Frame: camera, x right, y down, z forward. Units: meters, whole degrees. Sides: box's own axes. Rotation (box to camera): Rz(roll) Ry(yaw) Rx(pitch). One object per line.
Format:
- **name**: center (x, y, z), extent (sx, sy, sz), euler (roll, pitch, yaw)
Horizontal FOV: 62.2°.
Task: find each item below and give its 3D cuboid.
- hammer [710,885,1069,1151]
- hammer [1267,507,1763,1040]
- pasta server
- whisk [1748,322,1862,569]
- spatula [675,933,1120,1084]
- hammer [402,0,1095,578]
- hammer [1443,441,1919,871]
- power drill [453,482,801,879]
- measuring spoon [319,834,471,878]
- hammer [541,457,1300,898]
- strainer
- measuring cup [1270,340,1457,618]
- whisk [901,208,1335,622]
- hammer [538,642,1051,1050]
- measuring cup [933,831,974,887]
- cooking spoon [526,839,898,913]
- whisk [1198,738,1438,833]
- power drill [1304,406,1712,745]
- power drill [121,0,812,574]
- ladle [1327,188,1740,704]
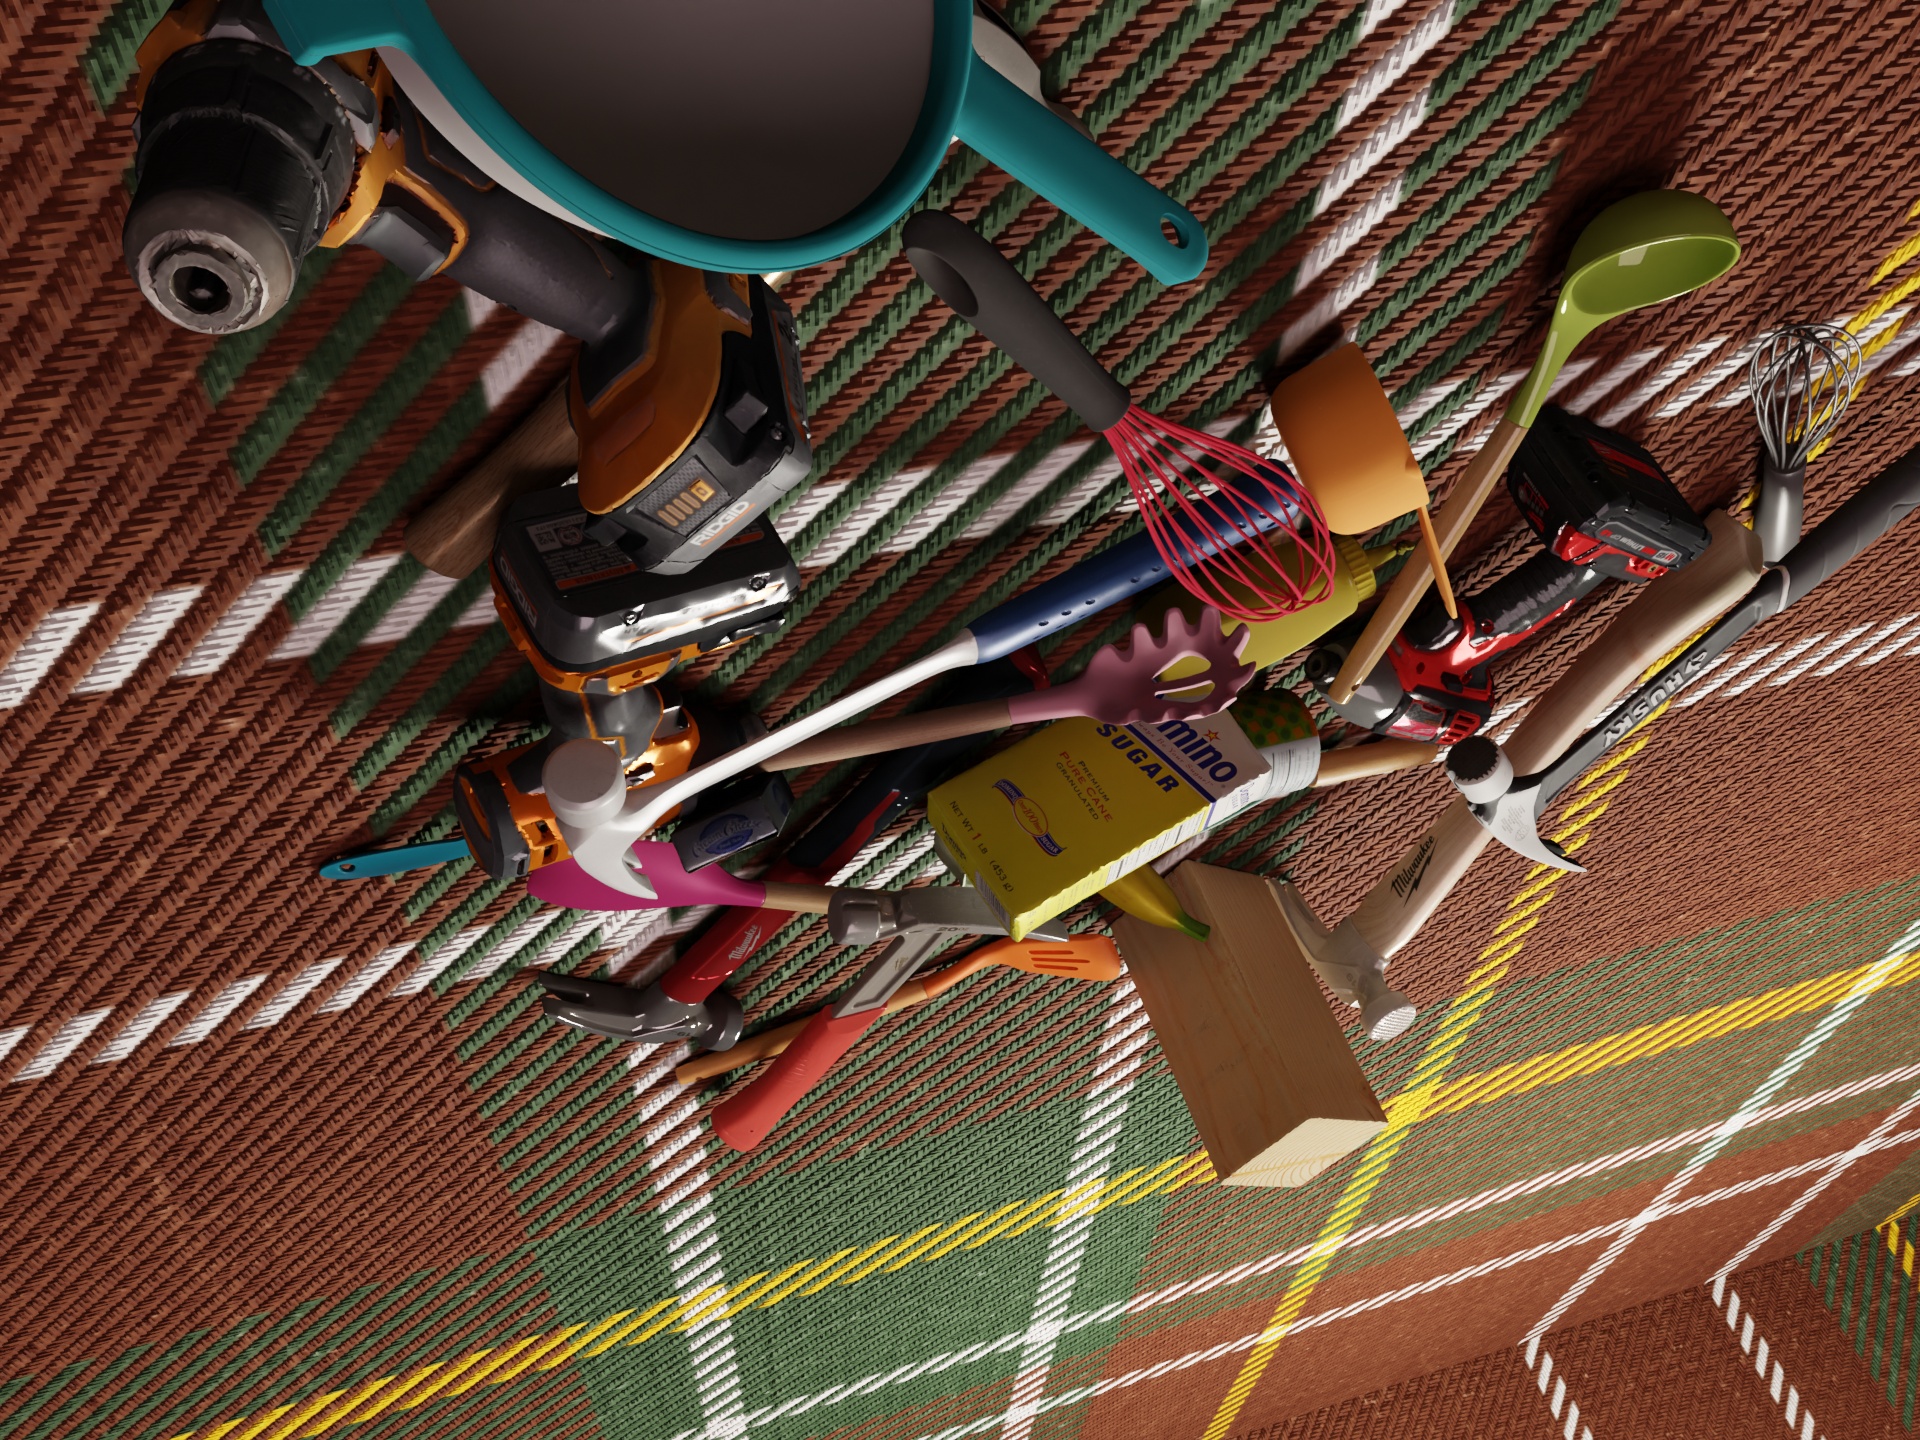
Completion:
- **hammer**: center (-0.075, 0.204, 1.049), extent (0.149, 0.037, 0.359), euler (6, 144, -27)
- **hammer**: center (0.370, 0.025, 1.074), extent (0.038, 0.146, 0.410), euler (15, 120, -40)
- **pasta server**: center (-0.001, -0.003, 0.848), extent (0.316, 0.060, 0.040), euler (-11, 160, 9)
- **whisk**: center (0.494, -0.156, 0.945), extent (0.055, 0.055, 0.238), euler (-27, 147, 7)
- **spatula**: center (-0.046, 0.205, 1.125), extent (0.322, 0.041, 0.081), euler (-20, 148, -1)
- **hammer**: center (-0.109, -0.166, 0.645), extent (0.331, 0.031, 0.129), euler (-36, 141, 19)
- **hammer**: center (0.481, -0.062, 0.964), extent (0.409, 0.036, 0.149), euler (-41, 130, 6)
- **power drill**: center (-0.148, -0.019, 0.752), extent (0.164, 0.084, 0.226), euler (-19, 154, -31)
- **measuring spoon**: center (-0.283, 0.063, 0.859), extent (0.128, 0.021, 0.042), euler (-11, 143, 1)
- **hammer**: center (-0.006, -0.030, 0.779), extent (0.405, 0.035, 0.144), euler (-27, 161, -17)
- **strainer**: center (-0.057, -0.215, 0.518), extent (0.340, 0.211, 0.095), euler (19, 165, -41)
- **measuring cup**: center (0.207, -0.107, 0.807), extent (0.052, 0.095, 0.173), euler (-24, 127, 12)
- **whisk**: center (0.078, -0.126, 0.701), extent (0.073, 0.073, 0.295), euler (-38, 131, 21)
- **hammer**: center (-0.094, 0.076, 0.945), extent (0.143, 0.038, 0.386), euler (21, 126, -40)
- **measuring cup**: center (0.025, 0.075, 1.008), extent (0.083, 0.038, 0.167), euler (-46, 161, -5)
- **cooking spoon**: center (-0.093, 0.104, 0.932), extent (0.318, 0.017, 0.068), euler (9, 137, -30)
- **whisk**: center (0.213, 0.038, 1.046), extent (0.245, 0.051, 0.047), euler (-10, 137, -21)
- **power drill**: center (0.309, -0.071, 0.935), extent (0.143, 0.079, 0.219), euler (11, 135, -35)
- **power drill**: center (-0.151, -0.138, 0.507), extent (0.084, 0.186, 0.226), euler (-35, 132, 23)
- **ladle**: center (0.284, -0.127, 0.831), extent (0.078, 0.062, 0.320), euler (2, 129, -34)
